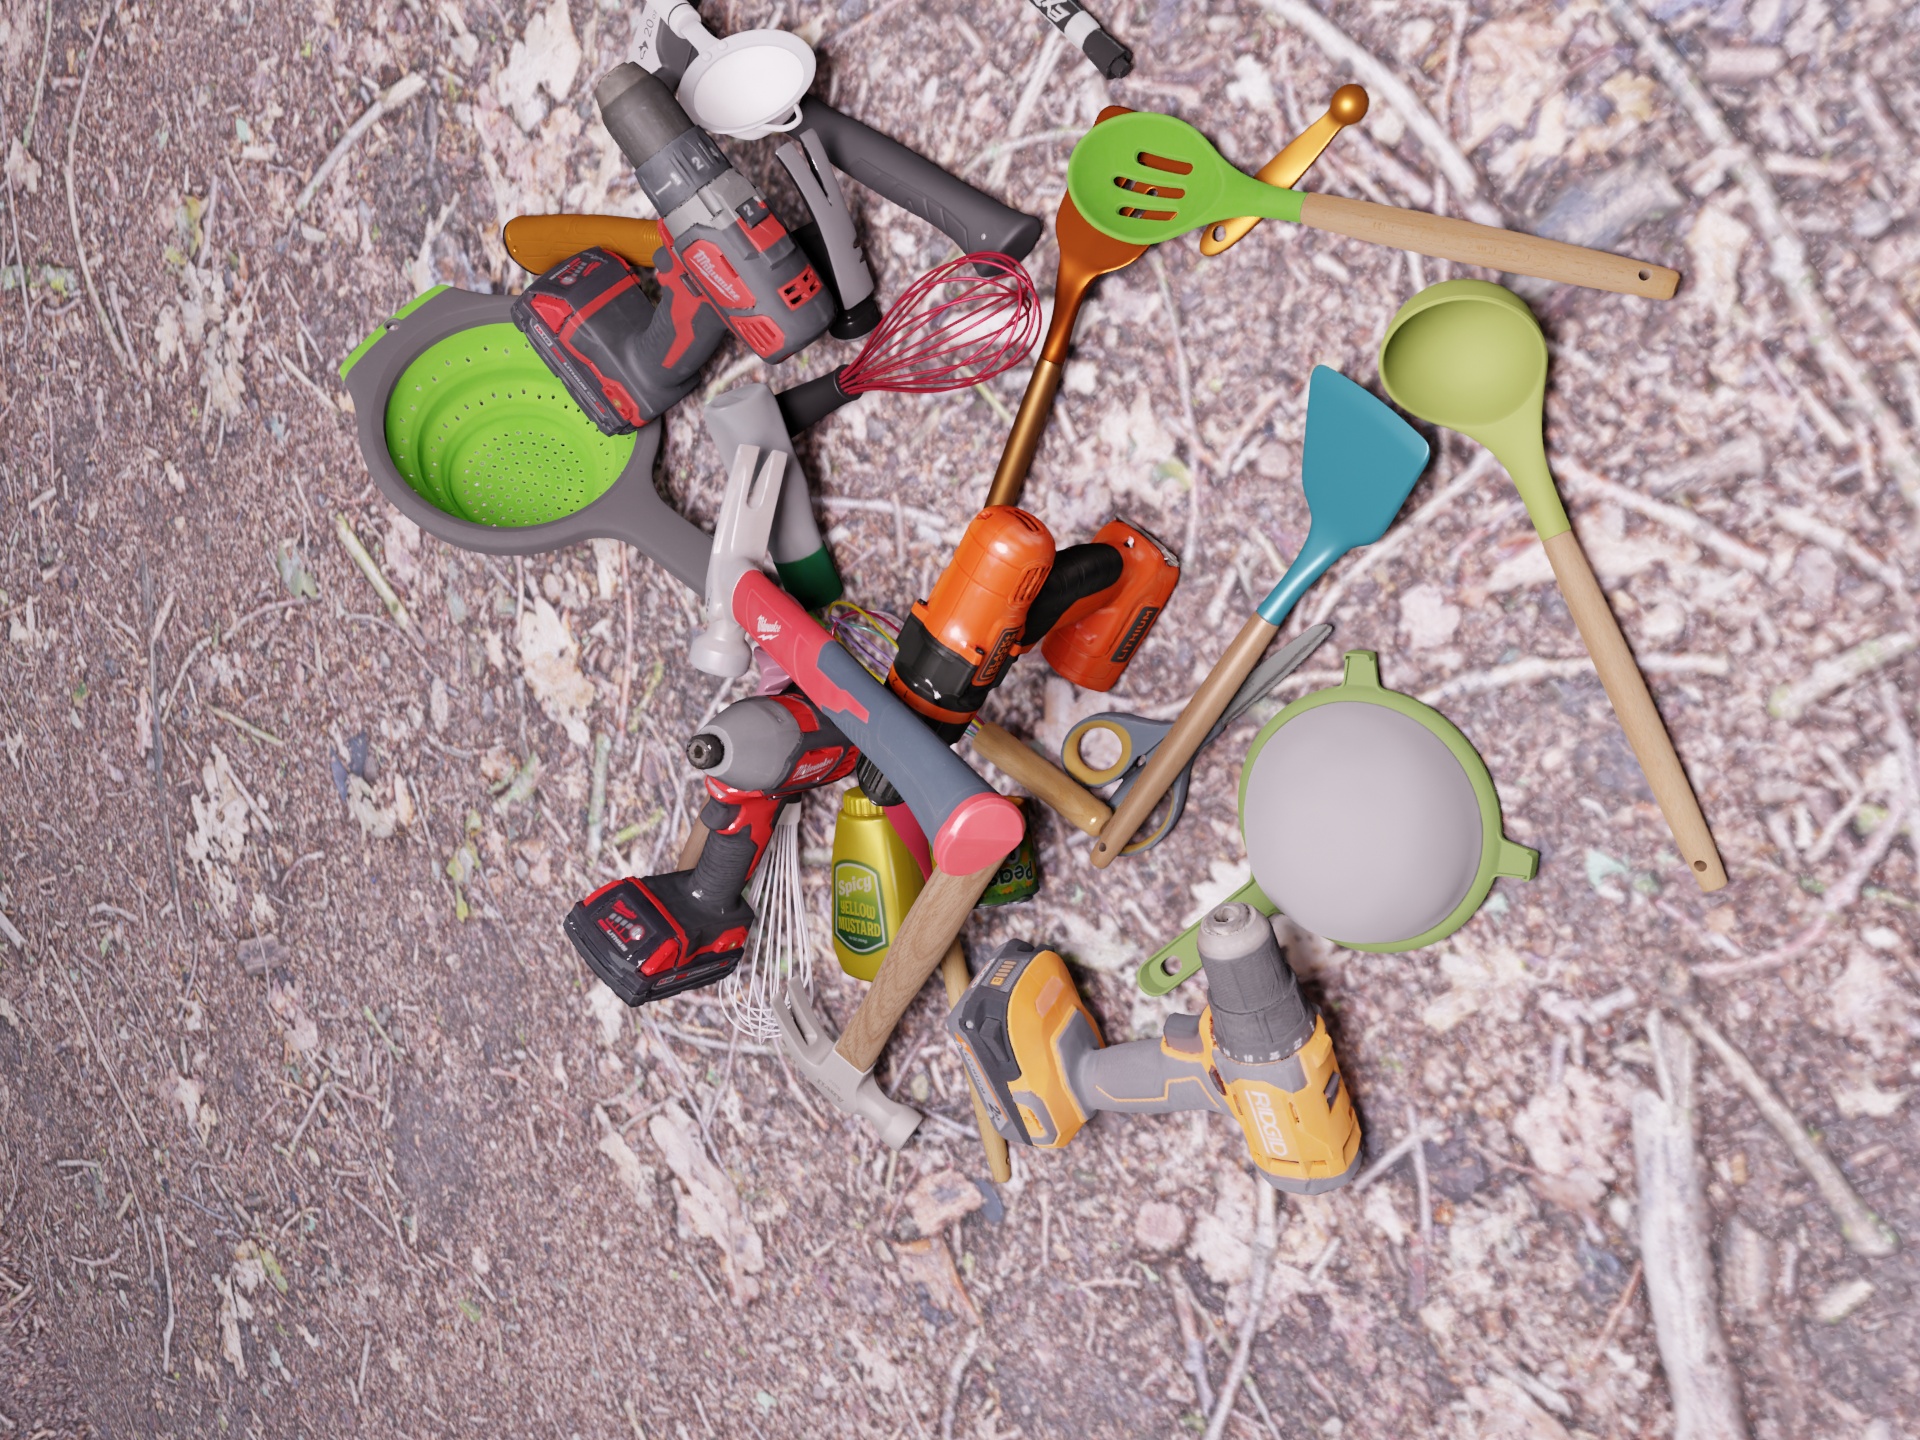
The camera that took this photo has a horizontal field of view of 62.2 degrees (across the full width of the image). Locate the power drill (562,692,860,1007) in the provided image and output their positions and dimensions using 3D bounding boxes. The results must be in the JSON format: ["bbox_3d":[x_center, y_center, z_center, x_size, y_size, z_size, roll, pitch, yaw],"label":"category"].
[{"bbox_3d":[-0.159,0.076,1.029,0.079,0.143,0.219,43,113,22],"label":"power drill"}]

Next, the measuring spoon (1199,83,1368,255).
[{"bbox_3d":[0.165,-0.285,0.830,0.117,0.011,0.021,-41,76,36],"label":"measuring spoon"}]

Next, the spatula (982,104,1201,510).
[{"bbox_3d":[0.051,-0.191,0.935,0.081,0.041,0.322,36,125,24],"label":"spatula"}]

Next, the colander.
[{"bbox_3d":[-0.252,-0.146,1.129,0.397,0.204,0.094,37,157,7],"label":"colander"}]

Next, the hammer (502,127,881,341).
[{"bbox_3d":[-0.198,-0.324,1.062,0.337,0.034,0.127,15,139,38],"label":"hammer"}]

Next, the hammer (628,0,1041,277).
[{"bbox_3d":[-0.082,-0.370,0.983,0.335,0.035,0.146,38,122,24],"label":"hammer"}]

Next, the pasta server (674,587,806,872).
[{"bbox_3d":[-0.161,0.022,1.105,0.316,0.040,0.060,-59,38,44],"label":"pasta server"}]

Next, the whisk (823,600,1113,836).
[{"bbox_3d":[-0.002,-0.004,0.998,0.245,0.051,0.047,37,118,27],"label":"whisk"}]

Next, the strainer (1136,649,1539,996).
[{"bbox_3d":[0.174,0.091,0.879,0.256,0.069,0.151,-45,74,34],"label":"strainer"}]

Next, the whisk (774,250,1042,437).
[{"bbox_3d":[-0.057,-0.213,0.975,0.296,0.073,0.073,-12,94,49],"label":"whisk"}]

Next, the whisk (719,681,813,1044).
[{"bbox_3d":[-0.127,0.094,1.119,0.070,0.070,0.284,15,105,34],"label":"whisk"}]

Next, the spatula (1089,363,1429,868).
[{"bbox_3d":[0.147,-0.037,0.870,0.082,0.044,0.317,48,121,31],"label":"spatula"}]

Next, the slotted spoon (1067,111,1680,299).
[{"bbox_3d":[0.196,-0.249,0.797,0.314,0.031,0.070,22,93,26],"label":"slotted spoon"}]

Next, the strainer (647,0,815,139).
[{"bbox_3d":[-0.164,-0.427,0.983,0.087,0.050,0.259,-35,67,-6],"label":"strainer"}]

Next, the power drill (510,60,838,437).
[{"bbox_3d":[-0.196,-0.288,0.999,0.227,0.080,0.187,-13,120,51],"label":"power drill"}]

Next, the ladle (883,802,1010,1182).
[{"bbox_3d":[-0.006,0.162,1.050,0.031,0.069,0.315,-9,102,21],"label":"ladle"}]

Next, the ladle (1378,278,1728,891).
[{"bbox_3d":[0.292,-0.062,0.762,0.078,0.062,0.320,-25,88,43],"label":"ladle"}]

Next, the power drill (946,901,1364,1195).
[{"bbox_3d":[0.106,0.179,0.919,0.226,0.084,0.185,-1,123,36],"label":"power drill"}]

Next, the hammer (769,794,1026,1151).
[{"bbox_3d":[-0.035,0.154,1.007,0.130,0.031,0.331,37,135,9],"label":"hammer"}]

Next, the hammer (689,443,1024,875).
[{"bbox_3d":[-0.063,-0.036,0.832,0.387,0.038,0.143,41,120,57],"label":"hammer"}]
